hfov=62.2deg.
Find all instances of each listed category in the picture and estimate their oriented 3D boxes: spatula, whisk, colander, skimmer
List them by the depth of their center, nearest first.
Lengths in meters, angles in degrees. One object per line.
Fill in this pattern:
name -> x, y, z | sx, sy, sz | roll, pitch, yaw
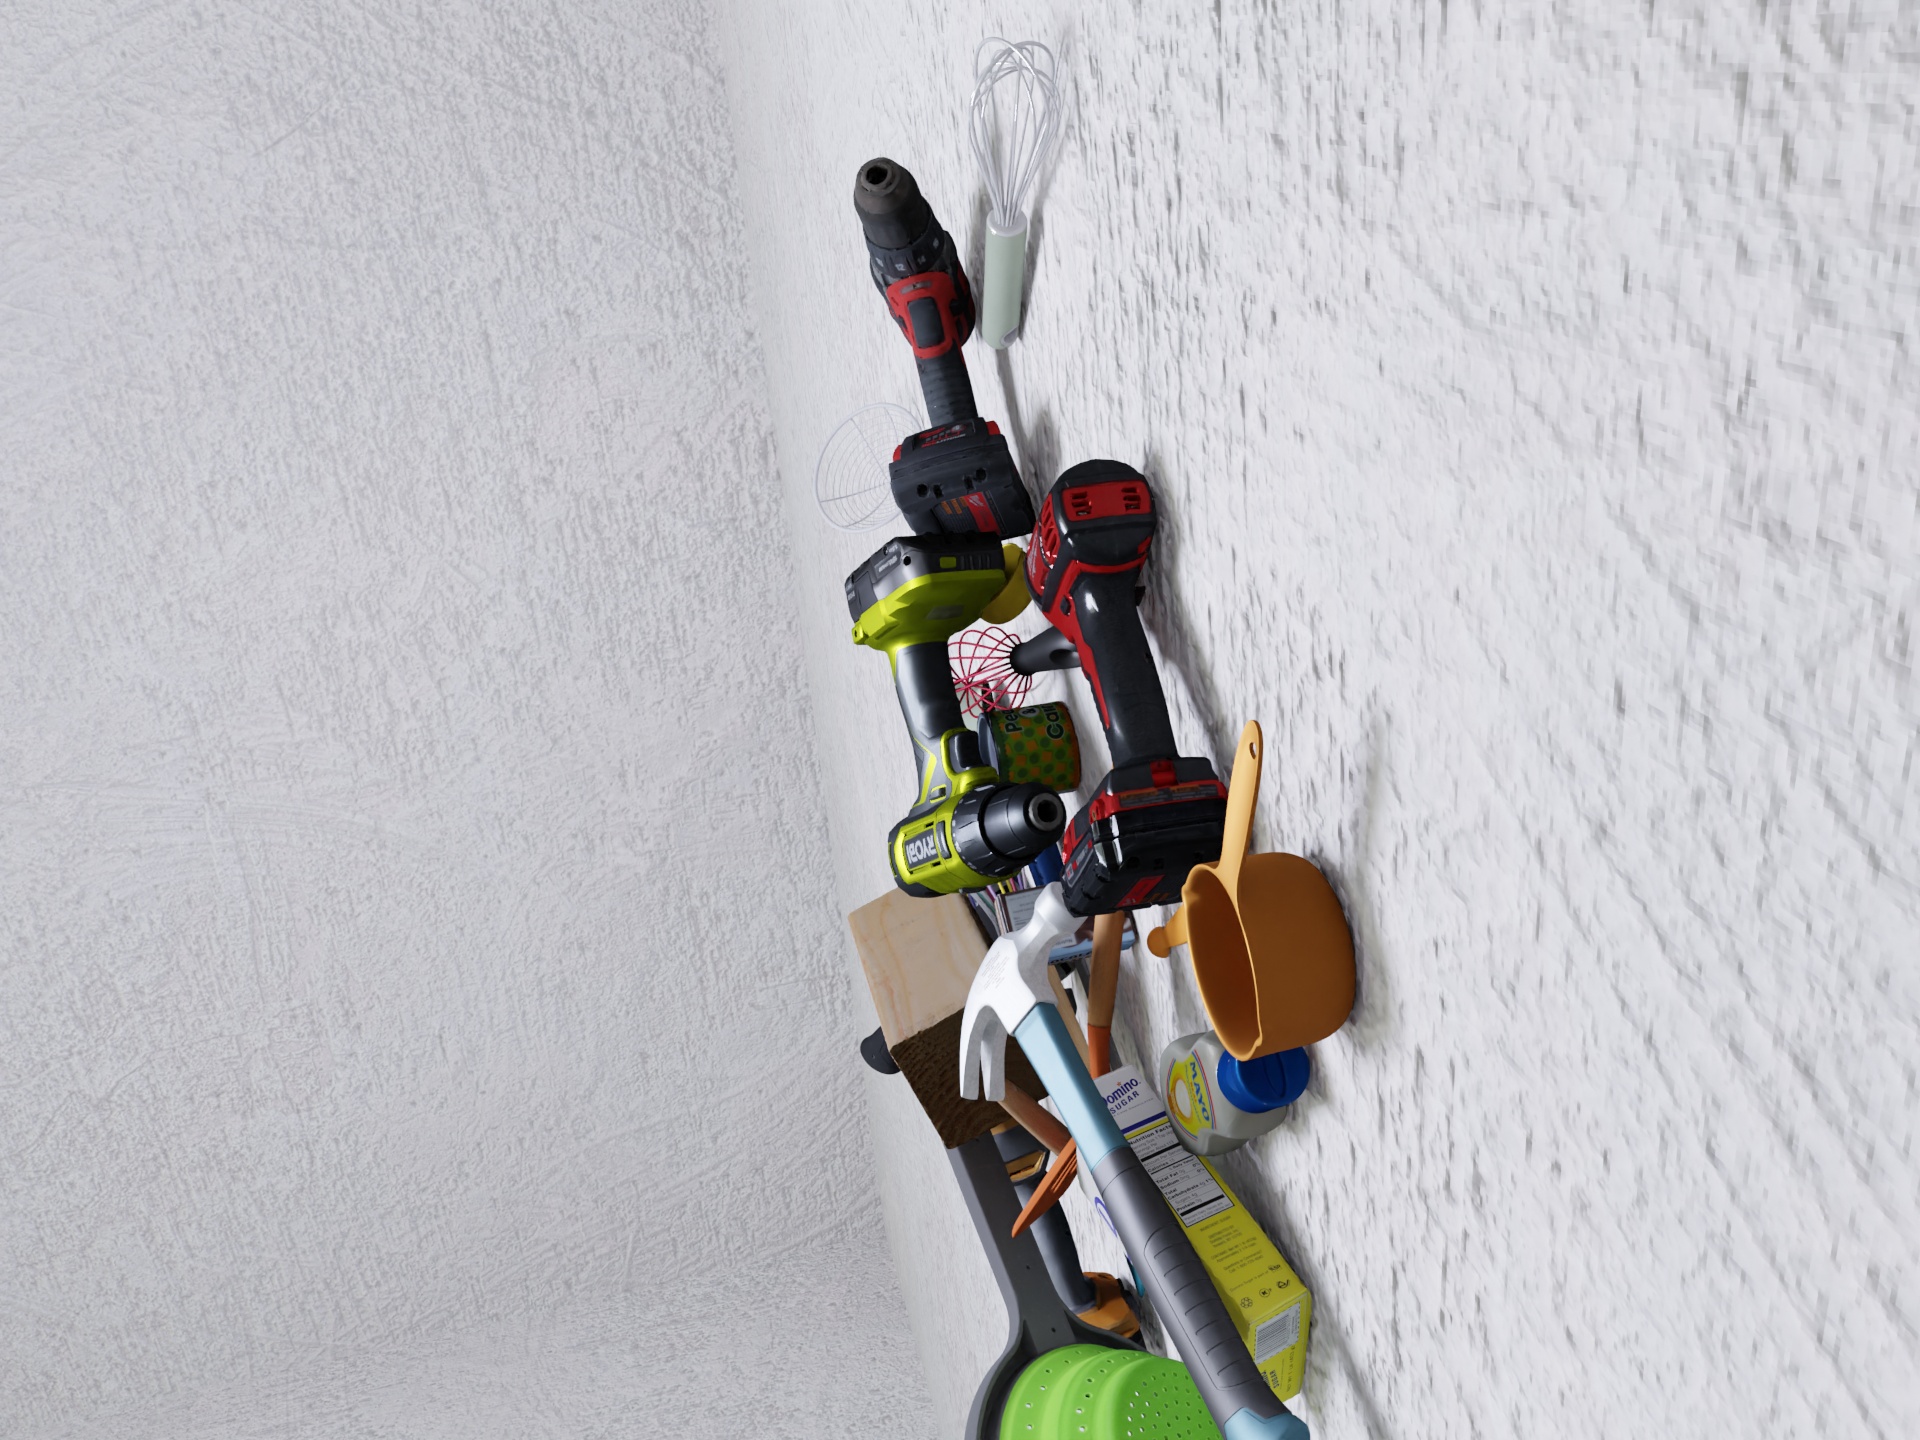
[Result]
whisk -> 0.027, -0.304, 0.948 | 0.059, 0.058, 0.246 | 44, 162, 17
spatula -> 0.078, 0.158, 0.963 | 0.081, 0.041, 0.322 | -12, -71, -61
colander -> 0.081, 0.391, 1.003 | 0.094, 0.204, 0.398 | -50, 52, 36
spatula -> 0.077, 0.307, 1.079 | 0.317, 0.044, 0.082 | 52, -166, -48
whisk -> 0.040, -0.041, 1.105 | 0.296, 0.073, 0.073 | 166, 94, -75
whisk -> 0.041, 0.146, 1.115 | 0.245, 0.051, 0.047 | -113, 22, -43
skimmer -> -0.053, -0.223, 1.344 | 0.363, 0.090, 0.127 | -162, 93, -76

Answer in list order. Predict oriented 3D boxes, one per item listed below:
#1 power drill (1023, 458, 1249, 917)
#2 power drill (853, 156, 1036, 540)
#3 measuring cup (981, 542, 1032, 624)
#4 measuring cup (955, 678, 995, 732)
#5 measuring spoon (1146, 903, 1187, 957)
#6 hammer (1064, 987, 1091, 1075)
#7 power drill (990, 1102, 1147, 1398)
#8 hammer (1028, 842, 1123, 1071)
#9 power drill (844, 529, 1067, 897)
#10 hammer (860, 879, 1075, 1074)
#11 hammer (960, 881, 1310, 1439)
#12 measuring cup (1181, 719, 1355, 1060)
power drill -> 0.081, -0.014, 0.852 | 0.143, 0.078, 0.220 | 109, 153, -70
power drill -> -0.019, -0.243, 1.063 | 0.187, 0.080, 0.227 | 54, -156, -70
measuring cup -> 0.030, -0.123, 1.150 | 0.029, 0.062, 0.157 | 37, -152, -25
measuring cup -> 0.004, 0.037, 1.281 | 0.168, 0.038, 0.083 | -84, -16, -44
measuring spoon -> 0.123, 0.119, 0.914 | 0.117, 0.011, 0.021 | 110, 149, -70
hammer -> 0.069, 0.283, 1.305 | 0.331, 0.031, 0.130 | 127, 126, -79
power drill -> 0.061, 0.378, 1.214 | 0.185, 0.084, 0.226 | 140, 109, -86
hammer -> 0.082, 0.158, 1.116 | 0.144, 0.035, 0.406 | 91, 165, -48
power drill -> -0.002, -0.003, 1.038 | 0.190, 0.080, 0.228 | -29, 69, 63
hammer -> -0.021, 0.219, 1.342 | 0.146, 0.035, 0.334 | 51, 143, 13
hammer -> 0.087, 0.245, 0.844 | 0.128, 0.033, 0.331 | -54, 43, 24
measuring cup -> 0.137, 0.068, 0.678 | 0.095, 0.052, 0.173 | -113, 18, -52
